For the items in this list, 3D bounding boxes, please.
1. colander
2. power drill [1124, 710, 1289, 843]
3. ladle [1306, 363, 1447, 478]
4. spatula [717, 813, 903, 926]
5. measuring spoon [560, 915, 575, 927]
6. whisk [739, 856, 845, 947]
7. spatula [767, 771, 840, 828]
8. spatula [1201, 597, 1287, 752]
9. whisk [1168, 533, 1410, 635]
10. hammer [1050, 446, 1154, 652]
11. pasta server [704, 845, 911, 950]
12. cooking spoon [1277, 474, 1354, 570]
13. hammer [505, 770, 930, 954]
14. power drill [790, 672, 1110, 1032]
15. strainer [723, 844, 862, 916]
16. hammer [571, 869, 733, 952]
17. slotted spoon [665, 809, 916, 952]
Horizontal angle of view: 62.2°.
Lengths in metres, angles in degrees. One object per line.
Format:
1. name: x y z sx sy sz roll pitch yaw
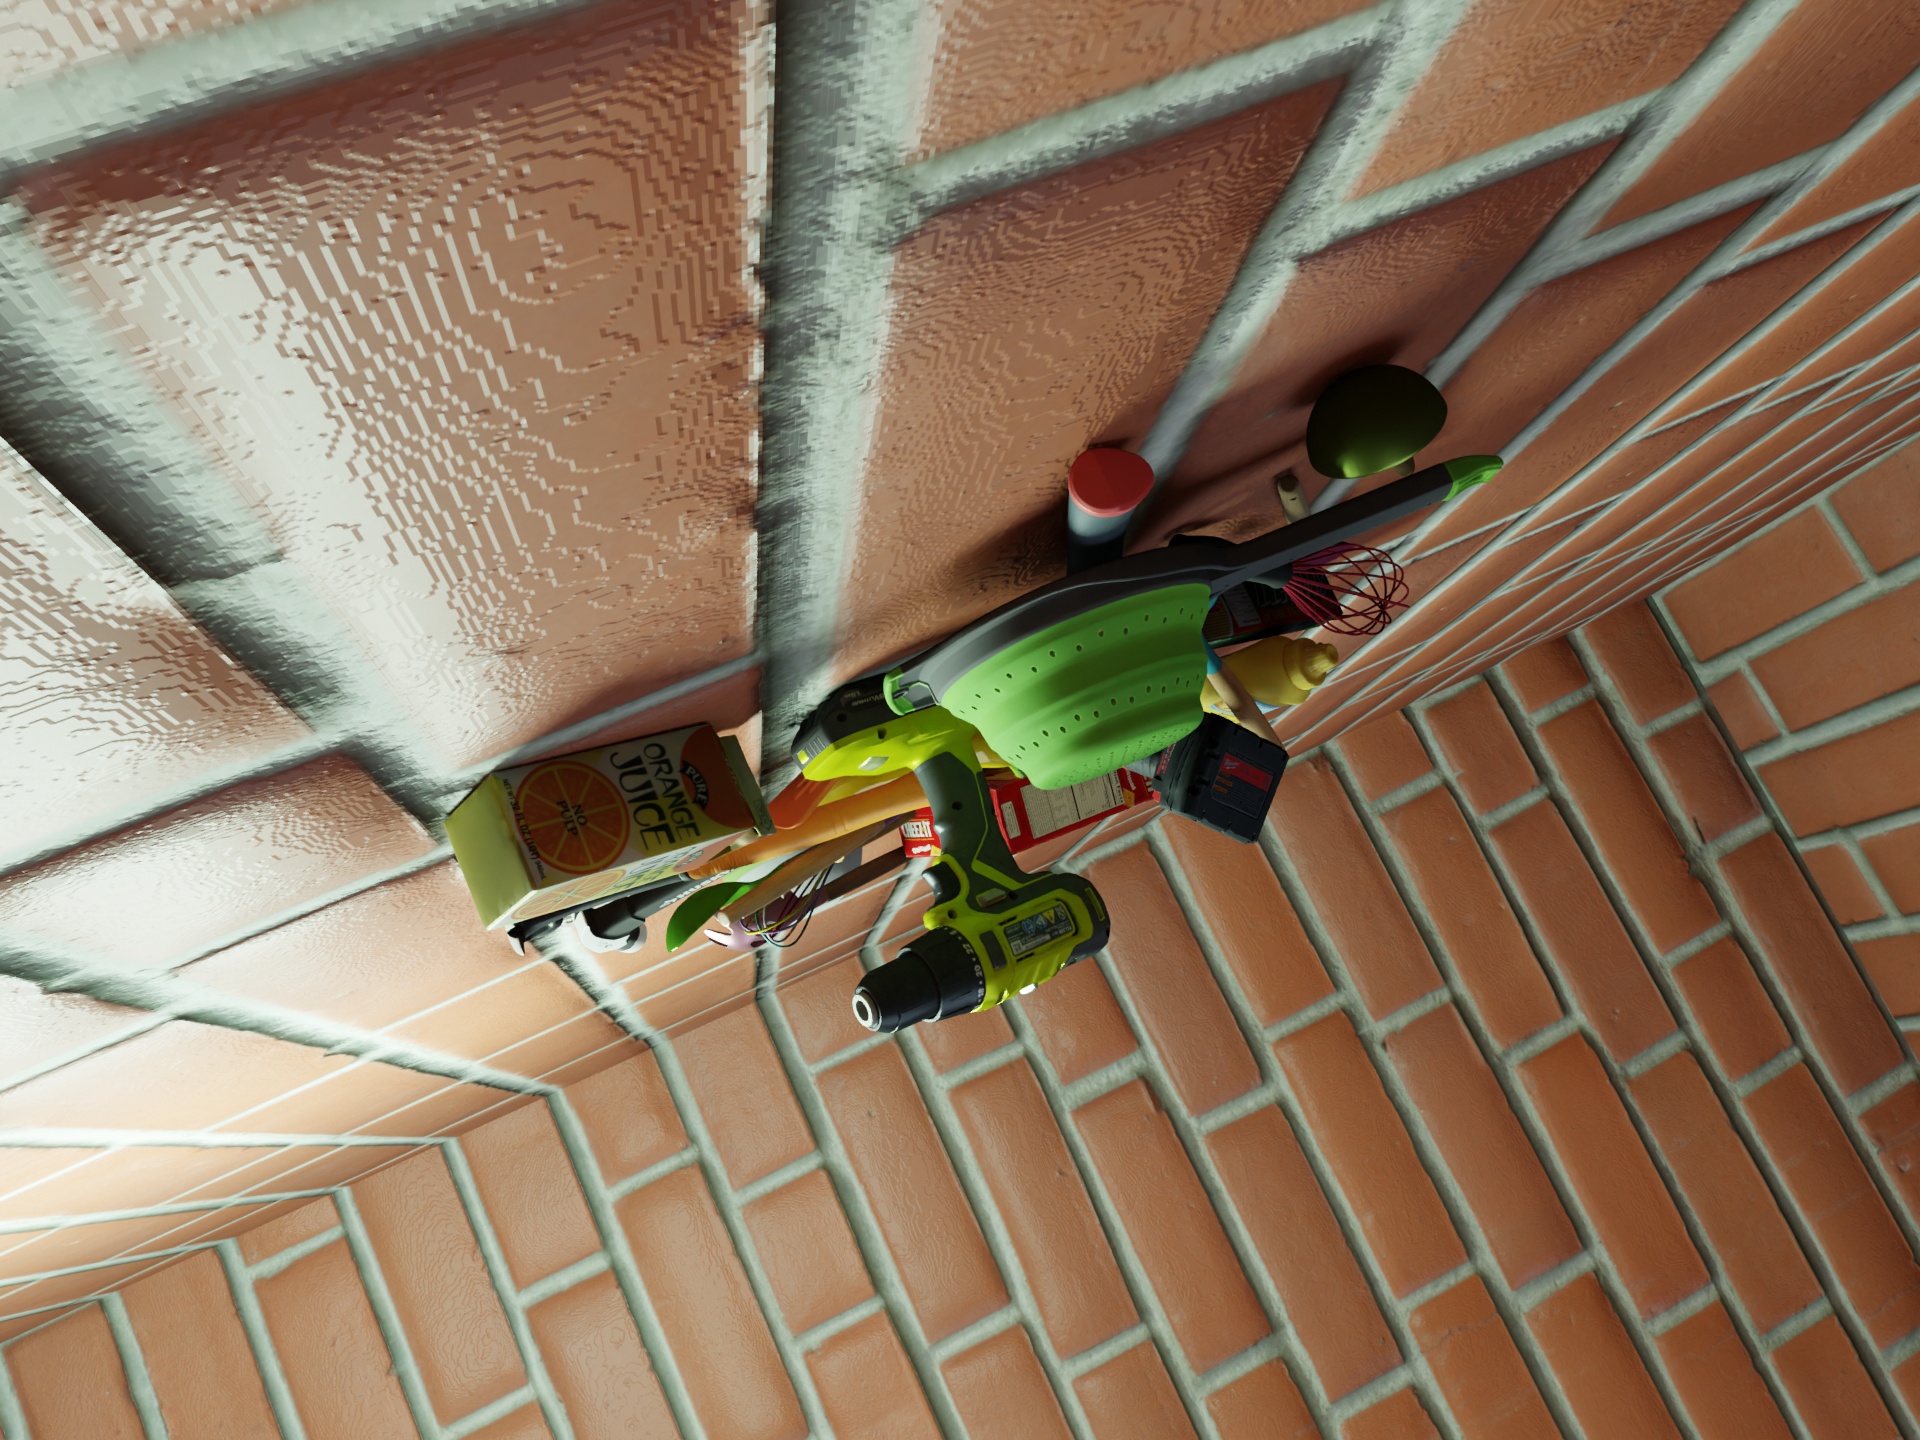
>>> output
1. colander: 0.154 -0.050 0.952 0.397 0.094 0.204 -22 170 -2
2. power drill: 0.129 0.019 1.237 0.220 0.078 0.143 20 177 44
3. ladle: 0.269 -0.166 0.989 0.078 0.062 0.320 -23 174 19
4. spatula: -0.083 0.092 1.271 0.060 0.018 0.316 -29 -179 41
5. measuring spoon: -0.294 0.156 1.384 0.124 0.018 0.034 -14 153 -19
6. whisk: -0.116 0.124 1.375 0.047 0.051 0.245 -51 178 32
7. spatula: -0.002 -0.004 1.191 0.322 0.041 0.081 -23 -167 -19
8. spatula: 0.202 -0.022 1.198 0.082 0.044 0.317 -39 144 7
9. whisk: 0.240 -0.105 1.146 0.073 0.073 0.295 -33 155 36
10. hammer: 0.068 -0.081 0.984 0.143 0.038 0.386 -24 170 0
11. pasta server: -0.117 0.148 1.452 0.316 0.040 0.060 -21 144 -58
12. cooking spoon: 0.253 -0.141 1.174 0.069 0.017 0.318 -18 172 13
13. hammer: -0.173 0.100 1.187 0.337 0.034 0.127 -19 -179 -8
14. power drill: -0.021 0.085 1.061 0.190 0.229 0.080 -18 167 -35
15. strainer: -0.144 0.140 1.484 0.151 0.069 0.256 -24 171 -8
16. hammer: -0.168 0.100 1.310 0.335 0.035 0.146 -28 163 3
17. slotted spoon: -0.129 0.116 1.285 0.070 0.031 0.314 -39 171 35
